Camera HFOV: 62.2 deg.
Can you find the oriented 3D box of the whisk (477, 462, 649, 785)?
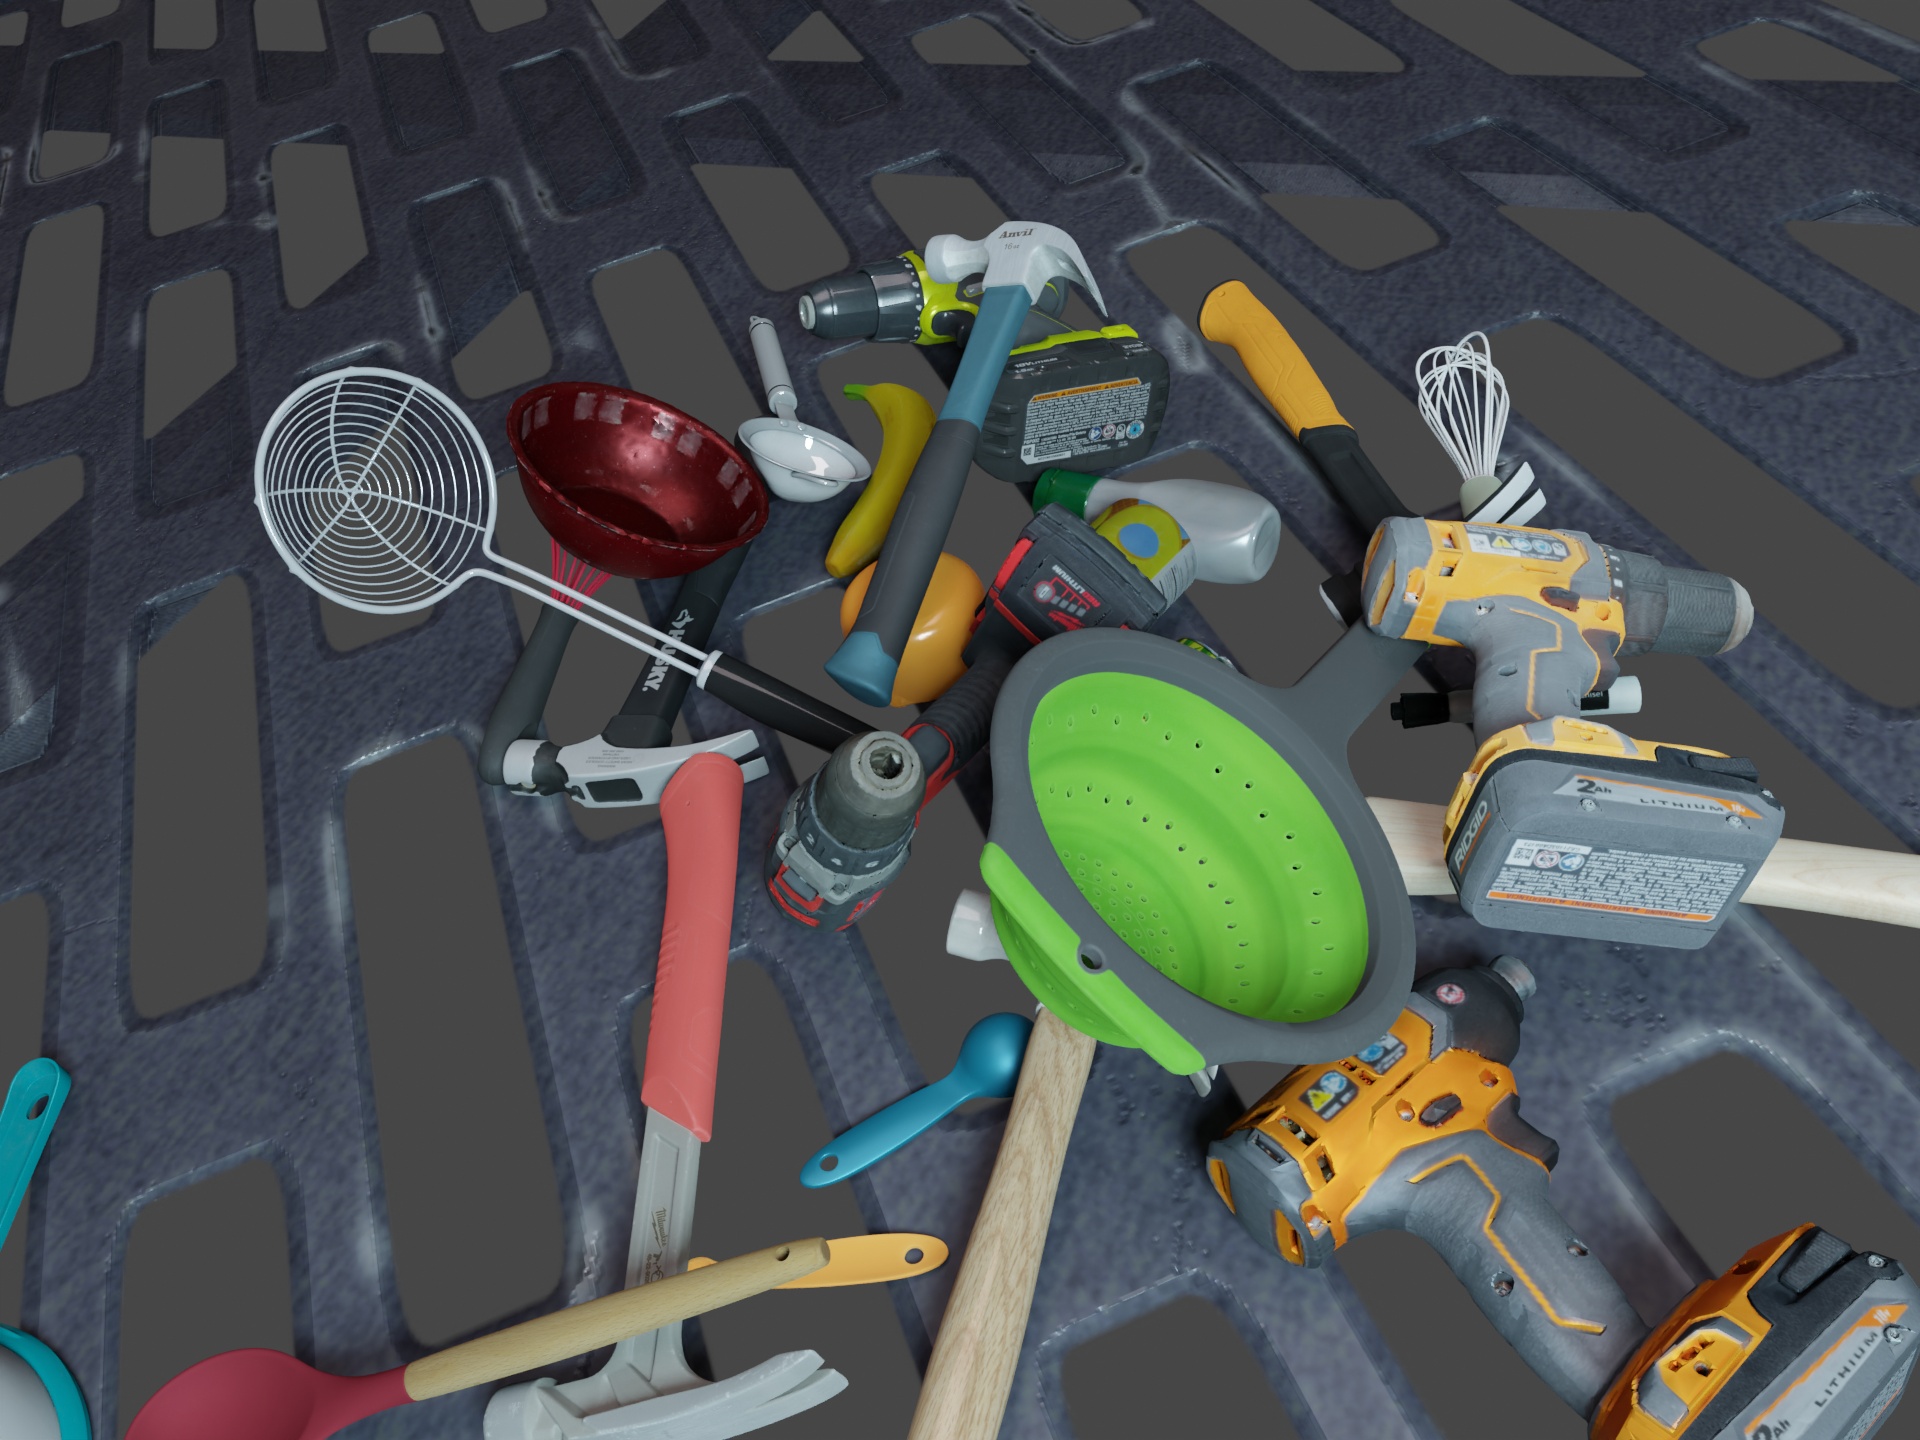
[{"bbox_3d":[-0.244,-0.082,0.991,0.073,0.073,0.296,1,52,15],"label":"whisk"}]

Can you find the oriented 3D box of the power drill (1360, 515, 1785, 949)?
[{"bbox_3d":[0.289,-0.007,0.715,0.185,0.084,0.226,6,41,-3],"label":"power drill"}]

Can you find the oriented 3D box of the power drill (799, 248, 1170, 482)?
[{"bbox_3d":[0.015,-0.249,1.053,0.190,0.080,0.229,-14,42,-22],"label":"power drill"}]

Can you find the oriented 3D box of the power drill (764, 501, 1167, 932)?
[{"bbox_3d":[-0.001,-0.002,0.760,0.080,0.187,0.227,42,65,4],"label":"power drill"}]

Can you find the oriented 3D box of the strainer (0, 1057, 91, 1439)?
[{"bbox_3d":[-0.470,0.276,0.670,0.211,0.095,0.341,-7,46,7],"label":"strainer"}]

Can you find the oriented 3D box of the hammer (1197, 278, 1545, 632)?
[{"bbox_3d":[0.224,-0.190,0.975,0.127,0.034,0.337,-34,40,14],"label":"hammer"}]

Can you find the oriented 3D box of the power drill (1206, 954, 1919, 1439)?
[{"bbox_3d":[0.227,0.185,0.598,0.164,0.084,0.227,-36,45,-21],"label":"power drill"}]

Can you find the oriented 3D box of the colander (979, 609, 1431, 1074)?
[{"bbox_3d":[0.123,0.037,0.722,0.204,0.094,0.397,46,40,7],"label":"colander"}]

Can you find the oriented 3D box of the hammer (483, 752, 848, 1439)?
[{"bbox_3d":[-0.120,0.149,0.734,0.149,0.036,0.359,-19,41,16],"label":"hammer"}]

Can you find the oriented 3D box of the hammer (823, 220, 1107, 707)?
[{"bbox_3d":[-0.007,-0.155,0.906,0.128,0.033,0.331,4,62,31],"label":"hammer"}]

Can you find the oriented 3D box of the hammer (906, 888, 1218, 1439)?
[{"bbox_3d":[0.018,0.221,0.635,0.130,0.031,0.331,14,54,8],"label":"hammer"}]

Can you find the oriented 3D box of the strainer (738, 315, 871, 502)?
[{"bbox_3d":[-0.116,-0.205,1.049,0.086,0.050,0.259,9,37,-24],"label":"strainer"}]

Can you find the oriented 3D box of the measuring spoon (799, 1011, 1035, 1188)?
[{"bbox_3d":[-0.017,0.169,0.712,0.128,0.021,0.042,-29,46,-16],"label":"measuring spoon"}]

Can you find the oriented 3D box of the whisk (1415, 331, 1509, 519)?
[{"bbox_3d":[0.301,-0.139,0.920,0.057,0.059,0.247,14,50,-11],"label":"whisk"}]

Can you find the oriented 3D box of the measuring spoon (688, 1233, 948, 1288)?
[{"bbox_3d":[-0.063,0.233,0.673,0.117,0.011,0.021,-7,44,2],"label":"measuring spoon"}]

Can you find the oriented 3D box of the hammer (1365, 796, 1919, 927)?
[{"bbox_3d":[0.387,0.064,0.705,0.411,0.038,0.146,6,47,20],"label":"hammer"}]

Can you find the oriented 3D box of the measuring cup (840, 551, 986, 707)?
[{"bbox_3d":[0.013,-0.054,0.901,0.174,0.052,0.095,6,48,22],"label":"measuring cup"}]

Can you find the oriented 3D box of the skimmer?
[{"bbox_3d":[-0.187,-0.062,0.833,0.363,0.090,0.127,26,70,1],"label":"skimmer"}]

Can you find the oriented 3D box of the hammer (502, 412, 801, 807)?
[{"bbox_3d":[-0.153,-0.081,0.983,0.146,0.035,0.335,1,47,16],"label":"hammer"}]

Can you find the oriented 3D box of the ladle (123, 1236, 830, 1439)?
[{"bbox_3d":[-0.195,0.253,0.630,0.315,0.031,0.069,-21,44,12],"label":"ladle"}]
